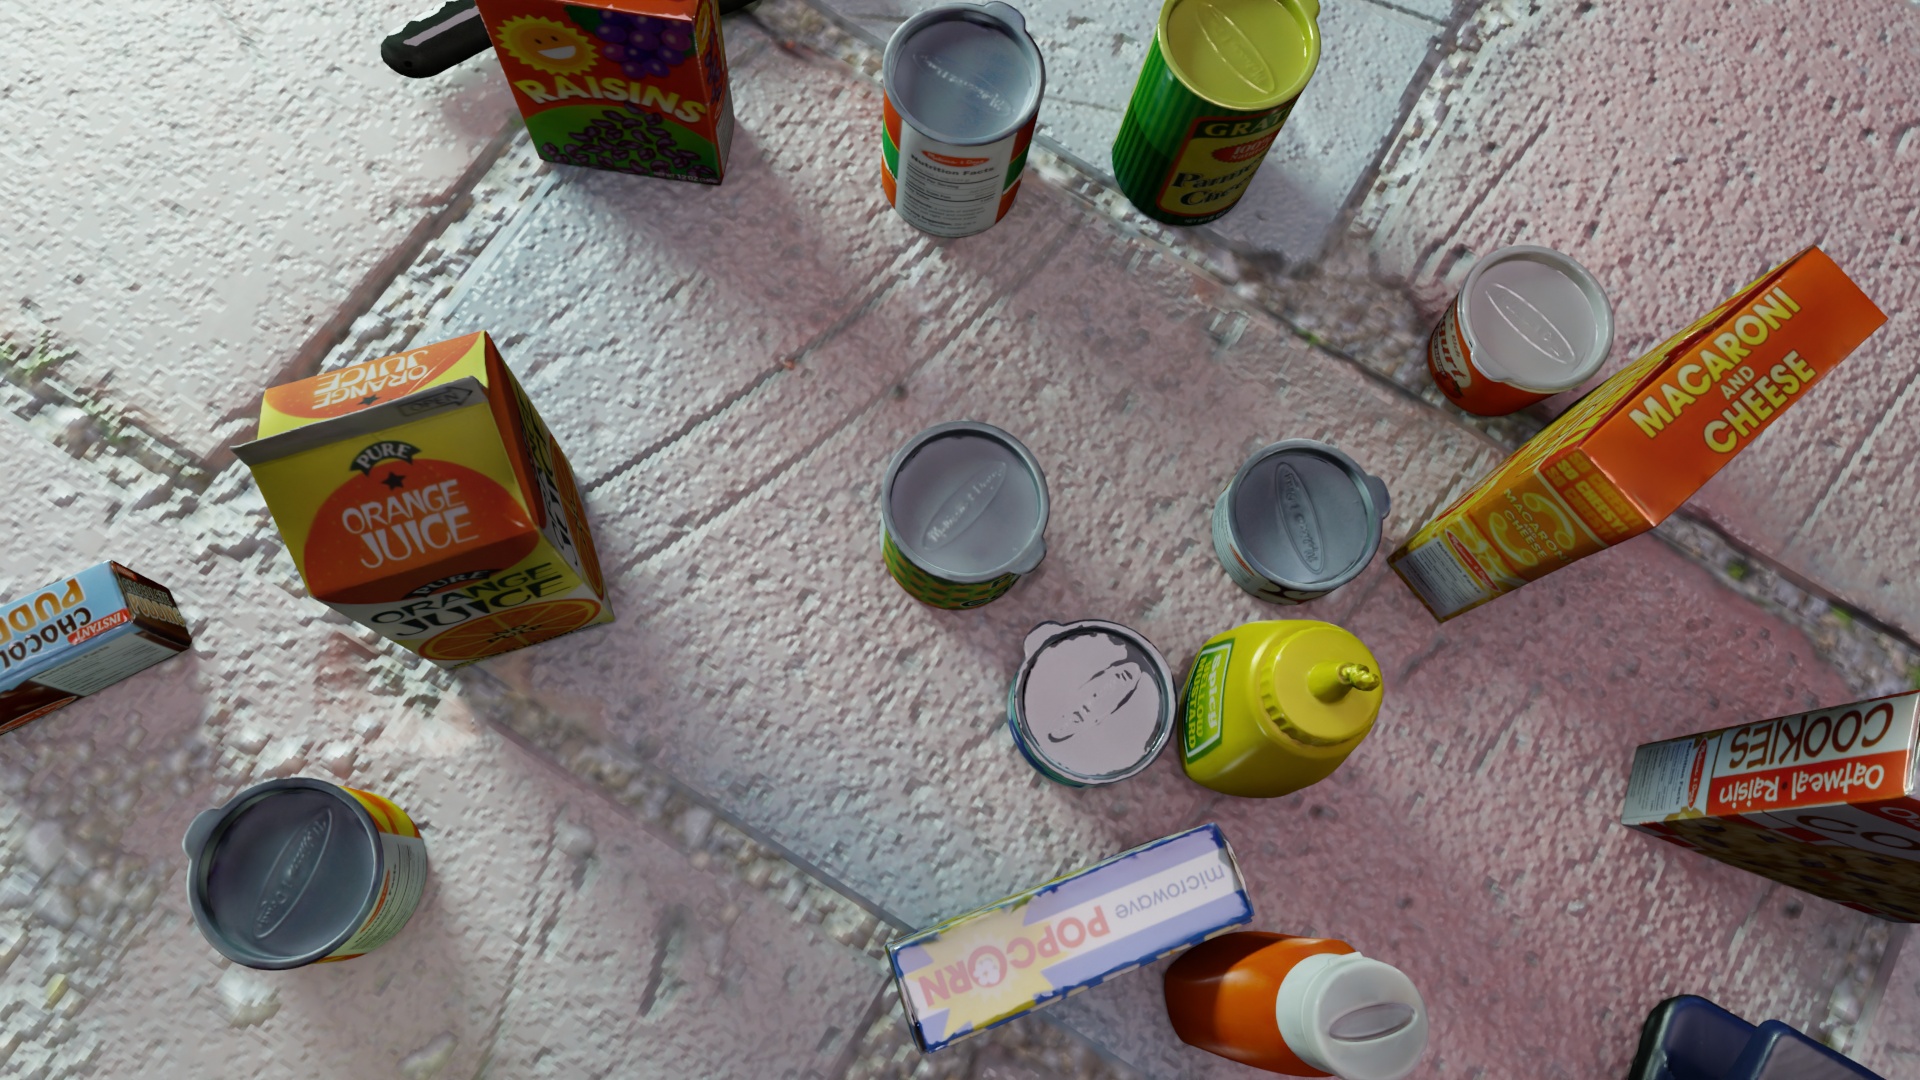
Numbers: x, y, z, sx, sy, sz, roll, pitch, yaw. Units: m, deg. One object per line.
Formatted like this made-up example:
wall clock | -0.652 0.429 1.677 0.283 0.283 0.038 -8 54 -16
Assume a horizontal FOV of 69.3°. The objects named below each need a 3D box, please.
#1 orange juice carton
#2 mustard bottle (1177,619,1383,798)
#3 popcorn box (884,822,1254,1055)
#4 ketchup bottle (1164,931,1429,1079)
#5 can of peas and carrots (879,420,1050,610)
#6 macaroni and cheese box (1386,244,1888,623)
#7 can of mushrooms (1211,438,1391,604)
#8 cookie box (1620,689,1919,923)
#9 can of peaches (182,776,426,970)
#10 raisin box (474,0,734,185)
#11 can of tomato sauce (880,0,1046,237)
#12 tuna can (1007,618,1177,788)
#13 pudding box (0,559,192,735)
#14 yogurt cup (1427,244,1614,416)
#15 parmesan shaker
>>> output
orange juice carton | -0.179 -0.013 0.485 0.072 0.192 0.073 -17 77 -9
mustard bottle | 0.118 0.058 0.507 0.049 0.160 0.065 10 75 -2
popcorn box | 0.037 0.146 0.515 0.127 0.085 0.038 -19 78 -9
ketchup bottle | 0.117 0.161 0.485 0.065 0.148 0.043 -11 77 -7
can of peas and carrots | 0.002 -0.007 0.567 0.071 0.058 0.071 1 75 -4
macaroni and cheese box | 0.250 -0.034 0.539 0.124 0.166 0.040 -38 81 -13
can of mushrooms | 0.145 -0.008 0.592 0.071 0.033 0.071 1 75 -4
cookie box | 0.348 0.103 0.510 0.123 0.167 0.040 20 75 1
can of peaches | -0.241 0.122 0.513 0.071 0.058 0.071 1 75 -4
raisin box | -0.142 -0.199 0.574 0.086 0.123 0.040 8 75 -2
can of tomato sauce | -0.001 -0.181 0.601 0.071 0.083 0.071 1 75 -4
tuna can | 0.051 0.065 0.565 0.071 0.032 0.071 1 75 -4
pudding box | -0.349 0.043 0.530 0.084 0.049 0.030 -27 79 -11
yogurt cup | 0.242 -0.089 0.612 0.072 0.053 0.072 1 75 -4
parmesan shaker | 0.110 -0.189 0.602 0.071 0.103 0.071 1 75 -4
